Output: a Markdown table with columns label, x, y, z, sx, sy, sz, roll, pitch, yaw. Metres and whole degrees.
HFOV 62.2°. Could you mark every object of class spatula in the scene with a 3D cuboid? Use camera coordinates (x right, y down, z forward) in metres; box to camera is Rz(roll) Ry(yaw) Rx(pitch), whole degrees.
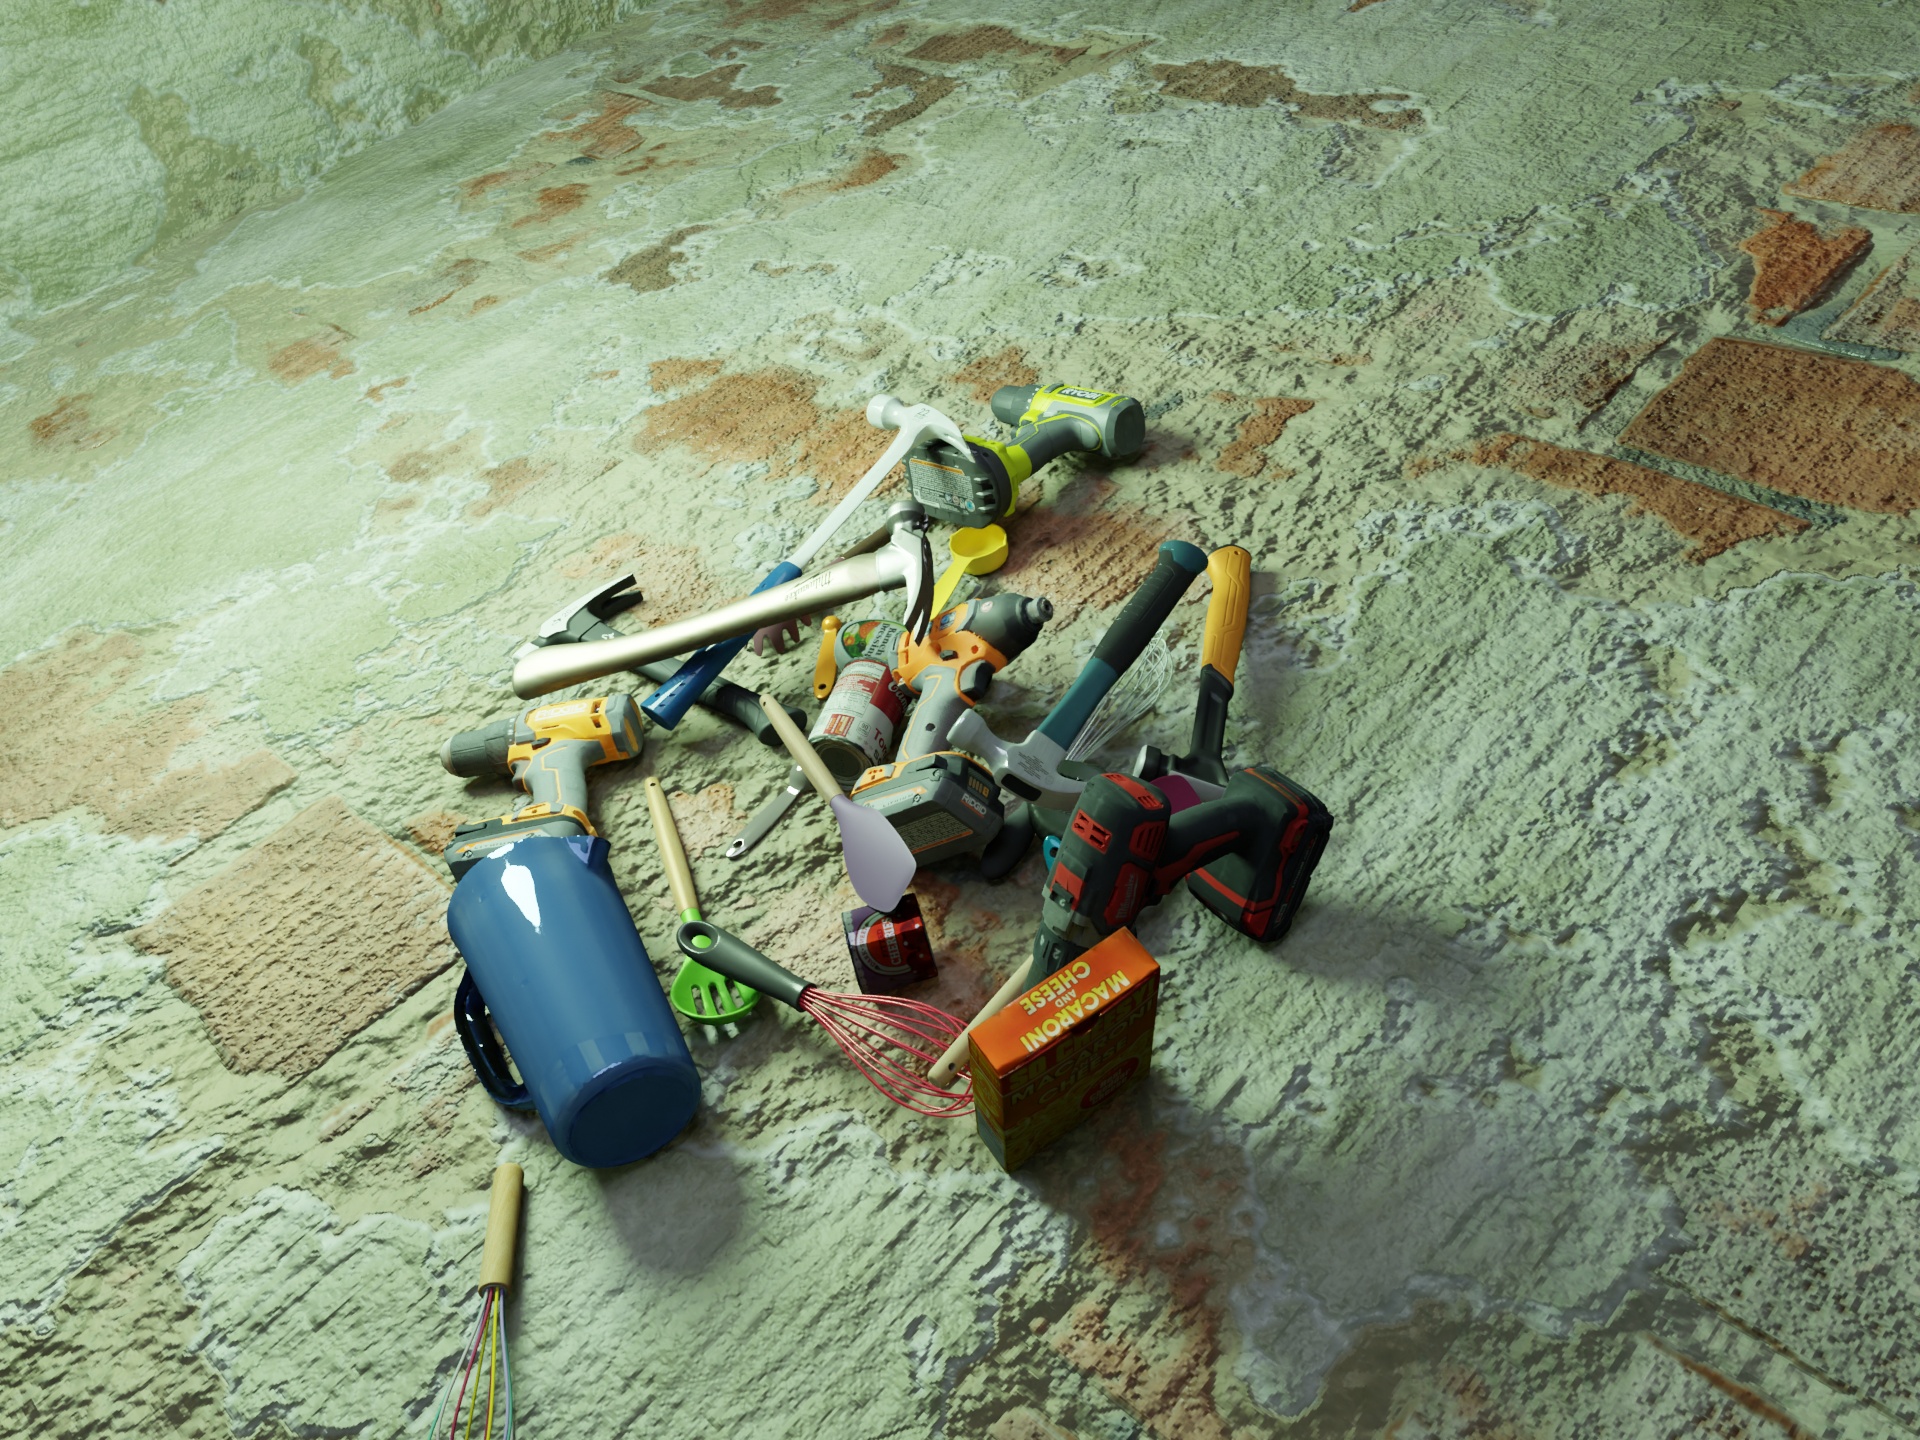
| label | x | y | z | sx | sy | sz | roll | pitch | yaw |
| --- | --- | --- | --- | --- | --- | --- | --- | --- | --- |
| spatula | -0.108 | 0.055 | 1.273 | 0.059 | 0.018 | 0.316 | -60 | 36 | 14 |

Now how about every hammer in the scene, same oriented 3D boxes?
| label | x | y | z | sx | sy | sz | roll | pitch | yaw |
| --- | --- | --- | --- | --- | --- | --- | --- | --- | --- |
| hammer | 0.119 | -0.049 | 1.280 | 0.128 | 0.033 | 0.331 | 38 | 50 | 1 |
| hammer | -0.217 | -0.078 | 1.410 | 0.410 | 0.038 | 0.146 | -16 | 50 | 16 |
| hammer | 0.227 | -0.044 | 1.347 | 0.127 | 0.034 | 0.337 | 16 | 41 | 1 |
| hammer | -0.272 | -0.050 | 1.516 | 0.335 | 0.035 | 0.146 | 22 | 54 | 35 |
| hammer | -0.146 | -0.149 | 1.482 | 0.144 | 0.035 | 0.405 | 24 | 67 | 40 |

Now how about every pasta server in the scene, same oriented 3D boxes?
| label | x | y | z | sx | sy | sz | roll | pitch | yaw |
| --- | --- | --- | --- | --- | --- | --- | --- | --- | --- |
| pasta server | -0.097 | -0.165 | 1.600 | 0.060 | 0.040 | 0.316 | 27 | 52 | 37 |

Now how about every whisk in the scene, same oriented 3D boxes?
| label | x | y | z | sx | sy | sz | roll | pitch | yaw |
| --- | --- | --- | --- | --- | --- | --- | --- | --- | --- |
| whisk | 0.094 | 0.022 | 1.316 | 0.070 | 0.070 | 0.285 | 18 | 56 | 32 |
| whisk | -0.096 | 0.207 | 1.148 | 0.296 | 0.073 | 0.073 | 21 | 53 | 30 |
| whisk | -0.310 | 0.395 | 1.039 | 0.051 | 0.047 | 0.245 | -4 | 37 | -6 |

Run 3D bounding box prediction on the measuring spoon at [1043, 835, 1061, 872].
| label | x | y | z | sx | sy | sz | roll | pitch | yaw |
| --- | --- | --- | --- | --- | --- | --- | --- | --- | --- |
| measuring spoon | 0.087 | 0.139 | 1.175 | 0.042 | 0.021 | 0.129 | -28 | 64 | 10 |

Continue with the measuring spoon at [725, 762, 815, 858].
| label | x | y | z | sx | sy | sz | roll | pitch | yaw |
| --- | --- | --- | --- | --- | --- | --- | --- | --- | --- |
| measuring spoon | -0.160 | 0.072 | 1.362 | 0.034 | 0.018 | 0.124 | 20 | 53 | 33 |

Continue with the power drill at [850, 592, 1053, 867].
| label | x | y | z | sx | sy | sz | roll | pitch | yaw |
| --- | --- | --- | --- | --- | --- | --- | --- | --- | --- |
| power drill | -0.002 | -0.004 | 1.293 | 0.164 | 0.084 | 0.227 | -22 | 42 | 39 |

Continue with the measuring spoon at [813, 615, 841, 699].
| label | x | y | z | sx | sy | sz | roll | pitch | yaw |
| --- | --- | --- | --- | --- | --- | --- | --- | --- | --- |
| measuring spoon | -0.127 | -0.062 | 1.503 | 0.021 | 0.011 | 0.117 | -7 | 42 | 9 |

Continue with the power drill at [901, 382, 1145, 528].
| label | x | y | z | sx | sy | sz | roll | pitch | yaw |
| --- | --- | --- | --- | --- | --- | --- | --- | --- | --- |
| power drill | 0.050 | -0.285 | 1.633 | 0.228 | 0.080 | 0.191 | -33 | 38 | -33 |

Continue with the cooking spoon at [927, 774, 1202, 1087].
| label | x | y | z | sx | sy | sz | roll | pitch | yaw |
| --- | --- | --- | --- | --- | --- | --- | --- | --- | --- |
| cooking spoon | 0.080 | 0.146 | 1.131 | 0.319 | 0.068 | 0.017 | -43 | 14 | -33 |

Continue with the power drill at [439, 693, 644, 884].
| label | x | y | z | sx | sy | sz | roll | pitch | yaw |
| --- | --- | --- | --- | --- | --- | --- | --- | --- | --- |
| power drill | -0.384 | 0.068 | 1.390 | 0.185 | 0.084 | 0.226 | -10 | 37 | 7 |

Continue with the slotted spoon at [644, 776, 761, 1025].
| label | x | y | z | sx | sy | sz | roll | pitch | yaw |
| --- | --- | --- | --- | --- | --- | --- | --- | --- | --- |
| slotted spoon | -0.223 | 0.142 | 1.298 | 0.070 | 0.031 | 0.314 | -11 | 38 | -16 |

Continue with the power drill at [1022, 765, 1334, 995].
| label | x | y | z | sx | sy | sz | roll | pitch | yaw |
| --- | --- | --- | --- | --- | --- | --- | --- | --- | --- |
| power drill | 0.141 | 0.121 | 1.099 | 0.226 | 0.187 | 0.080 | -4 | 30 | -43 |

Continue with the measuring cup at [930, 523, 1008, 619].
| label | x | y | z | sx | sy | sz | roll | pitch | yaw |
| --- | --- | --- | --- | --- | --- | --- | --- | --- | --- |
| measuring cup | -0.003 | -0.133 | 1.535 | 0.062 | 0.029 | 0.157 | 12 | 50 | 27 |
